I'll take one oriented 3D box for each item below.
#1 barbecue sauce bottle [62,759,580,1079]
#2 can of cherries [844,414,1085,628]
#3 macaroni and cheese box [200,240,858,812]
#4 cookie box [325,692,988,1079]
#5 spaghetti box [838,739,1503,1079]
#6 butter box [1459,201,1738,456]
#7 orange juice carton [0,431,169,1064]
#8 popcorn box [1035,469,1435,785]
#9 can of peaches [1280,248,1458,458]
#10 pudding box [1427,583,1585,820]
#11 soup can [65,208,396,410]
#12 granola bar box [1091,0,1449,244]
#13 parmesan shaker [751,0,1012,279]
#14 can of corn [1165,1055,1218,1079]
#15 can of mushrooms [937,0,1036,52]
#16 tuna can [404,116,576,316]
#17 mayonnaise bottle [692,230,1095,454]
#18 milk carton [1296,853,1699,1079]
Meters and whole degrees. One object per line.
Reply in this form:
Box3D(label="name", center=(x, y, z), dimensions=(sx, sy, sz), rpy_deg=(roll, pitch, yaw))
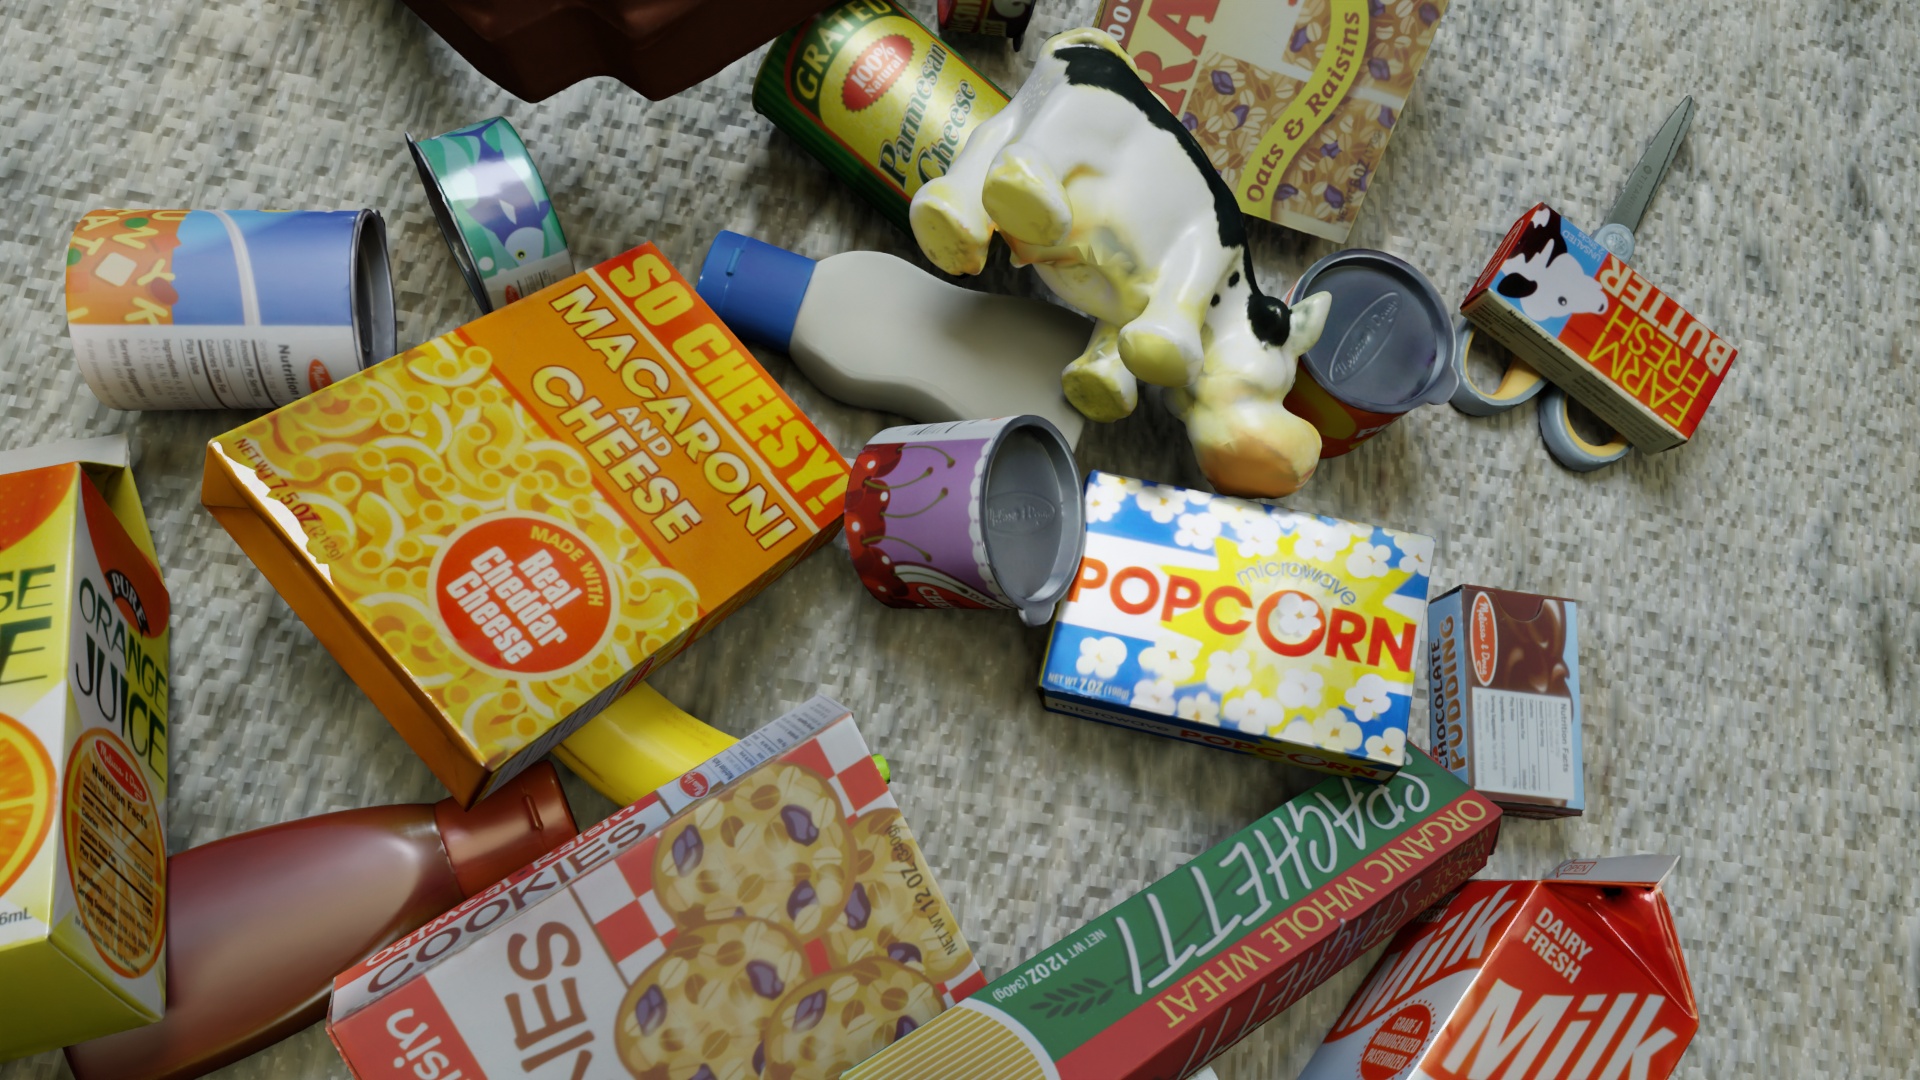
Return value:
Box3D(label="barbecue sauce bottle", center=(-0.193, 0.112, 0.429), dimensions=(0.149, 0.043, 0.065), rpy_deg=(-21, 75, -17))
Box3D(label="can of cherries", center=(0.002, -0.006, 0.479), dimensions=(0.071, 0.058, 0.071), rpy_deg=(4, 86, -55))
Box3D(label="macaroni and cheese box", center=(-0.128, -0.014, 0.448), dimensions=(0.124, 0.040, 0.167), rpy_deg=(49, 49, 3))
Box3D(label="cookie box", center=(-0.083, 0.143, 0.424), dimensions=(0.168, 0.040, 0.122), rpy_deg=(-29, 103, -18))
Box3D(label="spaghetti box", center=(0.078, 0.134, 0.449), dimensions=(0.251, 0.028, 0.050), rpy_deg=(-23, 42, -29))
Box3D(label="butter box", center=(0.261, -0.086, 0.568), dimensions=(0.103, 0.024, 0.053), rpy_deg=(37, 72, -1))
Box3D(label="orange juice carton", center=(-0.278, 0.046, 0.397), dimensions=(0.072, 0.072, 0.193), rpy_deg=(-12, 56, -14))
Box3D(label="popcorn box", center=(0.098, 0.030, 0.496), dimensions=(0.127, 0.038, 0.085), rpy_deg=(12, 71, 9))
Box3D(label="can of peaches", center=(0.149, -0.069, 0.541), dimensions=(0.071, 0.058, 0.071), rpy_deg=(3, 74, -11))
Box3D(label="pudding box", center=(0.209, 0.062, 0.532), dimensions=(0.050, 0.030, 0.084), rpy_deg=(7, 74, -9))
Box3D(label="soup can", center=(-0.237, -0.079, 0.461), dimensions=(0.084, 0.071, 0.071), rpy_deg=(-2, 76, -12))
Box3D(label="granola bar box", center=(0.121, -0.214, 0.534), dimensions=(0.124, 0.039, 0.164), rpy_deg=(16, 114, -7))
Box3D(label="parmesan shaker", center=(-0.017, -0.159, 0.526), dimensions=(0.103, 0.071, 0.071), rpy_deg=(40, 71, 1))
Box3D(label="can of corn", center=(0.052, 0.199, 0.446), dimensions=(0.058, 0.071, 0.071), rpy_deg=(-11, 78, -15))
Box3D(label="can of mushrooms", center=(0.012, -0.234, 0.554), dimensions=(0.033, 0.071, 0.071), rpy_deg=(3, 75, -11))
Box3D(label="tuna can", center=(-0.163, -0.114, 0.485), dimensions=(0.033, 0.071, 0.071), rpy_deg=(-25, 82, -18))
Box3D(label="mayonnaise bottle", center=(-0.023, -0.074, 0.517), dimensions=(0.148, 0.041, 0.065), rpy_deg=(19, 72, -5))
Box3D(label="milk carton", center=(0.175, 0.181, 0.471), dimensions=(0.073, 0.072, 0.191), rpy_deg=(42, 72, 2))
